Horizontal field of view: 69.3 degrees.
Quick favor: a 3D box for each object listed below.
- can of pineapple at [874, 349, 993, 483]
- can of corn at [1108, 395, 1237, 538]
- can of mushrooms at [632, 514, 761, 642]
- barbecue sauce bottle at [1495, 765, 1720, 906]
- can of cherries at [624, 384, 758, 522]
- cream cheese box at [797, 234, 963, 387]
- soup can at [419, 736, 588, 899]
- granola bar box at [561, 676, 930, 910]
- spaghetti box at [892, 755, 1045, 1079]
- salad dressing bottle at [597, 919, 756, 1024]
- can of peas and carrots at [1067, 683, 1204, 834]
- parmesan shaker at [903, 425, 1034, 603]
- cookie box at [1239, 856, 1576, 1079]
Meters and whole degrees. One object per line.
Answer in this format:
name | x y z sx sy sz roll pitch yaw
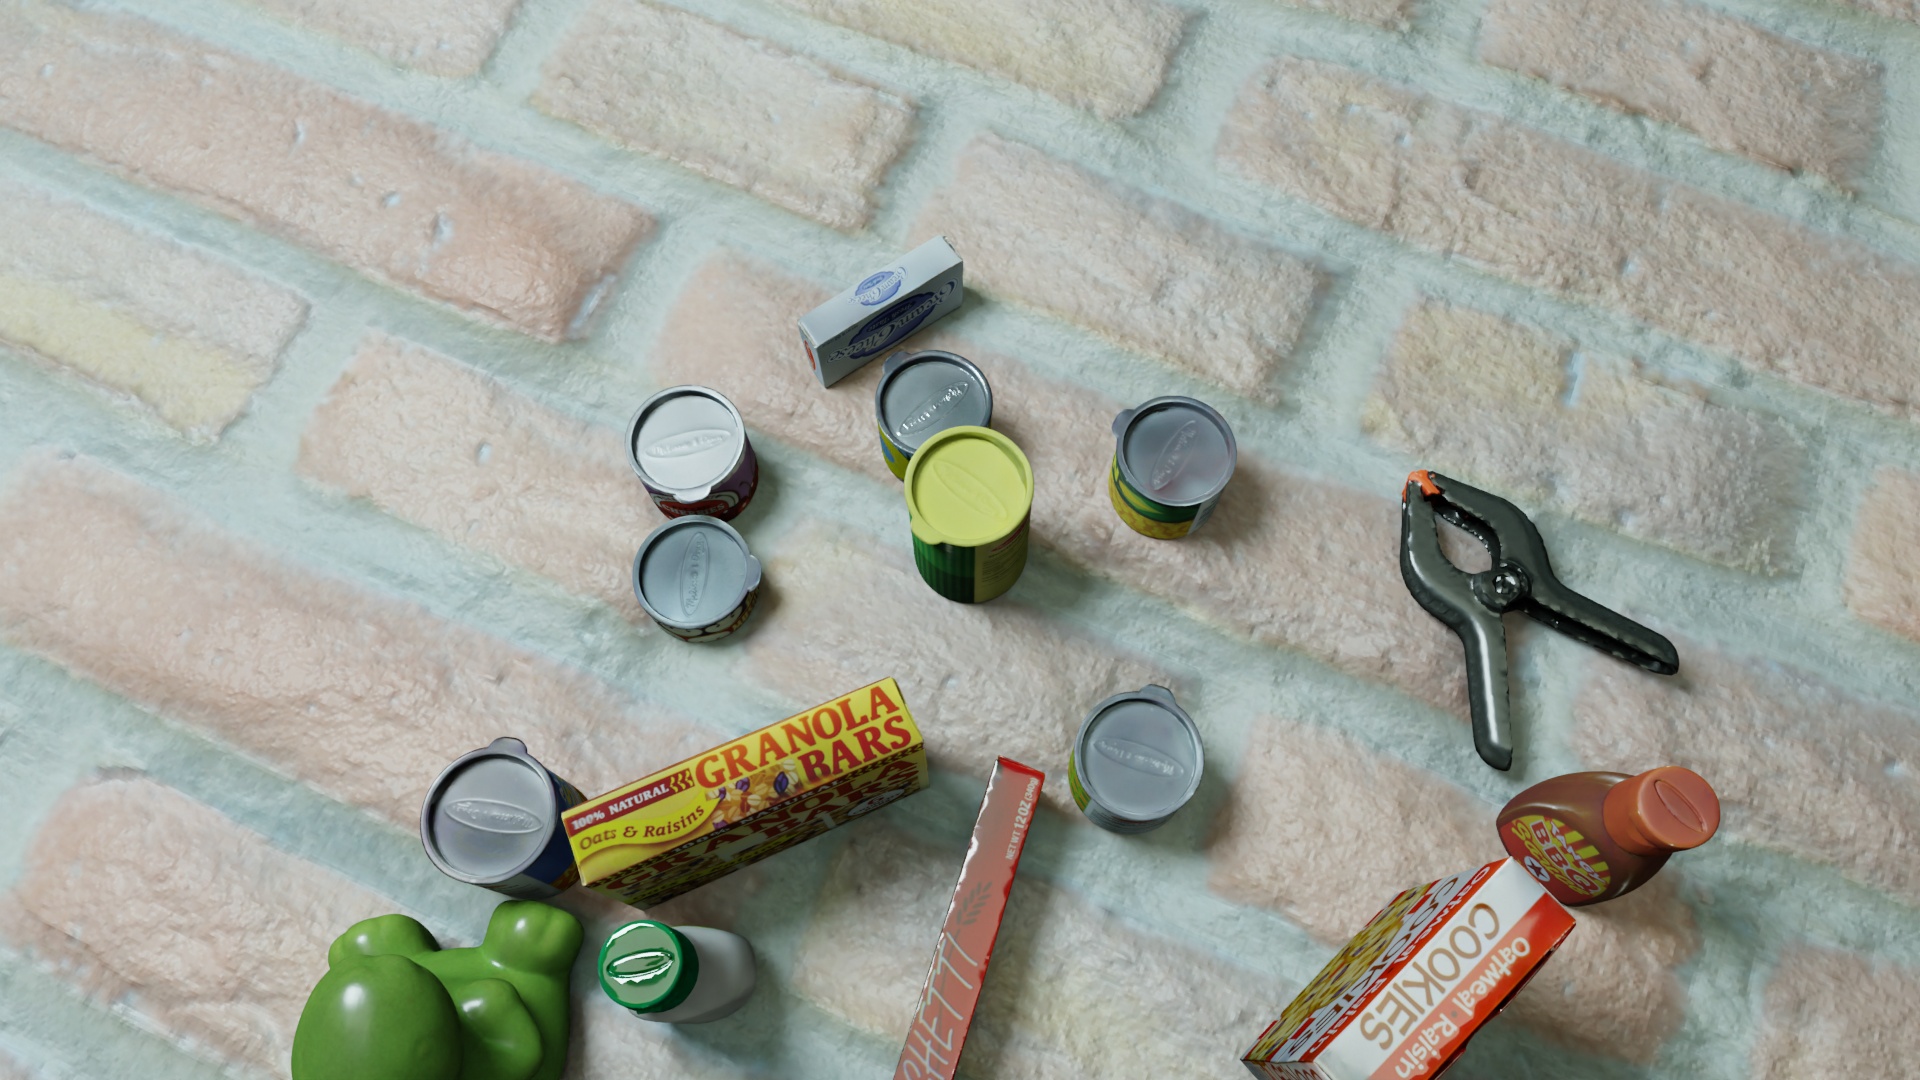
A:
can of pineapple | -0.015 -0.069 0.799 0.071 0.057 0.071 0 70 0
can of corn | 0.116 -0.042 0.788 0.071 0.058 0.071 0 70 0
can of mushrooms | -0.145 0.022 0.778 0.071 0.033 0.071 0 70 0
barbecue sauce bottle | 0.314 0.140 0.673 0.044 0.148 0.065 -36 74 -12
can of cherries | -0.151 -0.044 0.789 0.071 0.058 0.072 0 70 0
cream cheese box | -0.046 -0.136 0.826 0.104 0.053 0.024 -33 73 -11
soup can | -0.226 0.143 0.707 0.071 0.083 0.071 0 70 0
granola bar box | -0.099 0.128 0.691 0.166 0.123 0.039 -22 72 -8
spaghetti box | -0.007 0.233 0.691 0.029 0.050 0.251 17 71 6
salad dressing bottle | -0.133 0.202 0.651 0.064 0.147 0.044 -10 70 -3
can of peas and carrots | 0.091 0.116 0.730 0.071 0.058 0.071 0 70 0
parmesan shaker | 0.003 -0.009 0.753 0.071 0.102 0.071 0 70 0
cookie box | 0.198 0.210 0.637 0.123 0.167 0.040 -41 75 -13
